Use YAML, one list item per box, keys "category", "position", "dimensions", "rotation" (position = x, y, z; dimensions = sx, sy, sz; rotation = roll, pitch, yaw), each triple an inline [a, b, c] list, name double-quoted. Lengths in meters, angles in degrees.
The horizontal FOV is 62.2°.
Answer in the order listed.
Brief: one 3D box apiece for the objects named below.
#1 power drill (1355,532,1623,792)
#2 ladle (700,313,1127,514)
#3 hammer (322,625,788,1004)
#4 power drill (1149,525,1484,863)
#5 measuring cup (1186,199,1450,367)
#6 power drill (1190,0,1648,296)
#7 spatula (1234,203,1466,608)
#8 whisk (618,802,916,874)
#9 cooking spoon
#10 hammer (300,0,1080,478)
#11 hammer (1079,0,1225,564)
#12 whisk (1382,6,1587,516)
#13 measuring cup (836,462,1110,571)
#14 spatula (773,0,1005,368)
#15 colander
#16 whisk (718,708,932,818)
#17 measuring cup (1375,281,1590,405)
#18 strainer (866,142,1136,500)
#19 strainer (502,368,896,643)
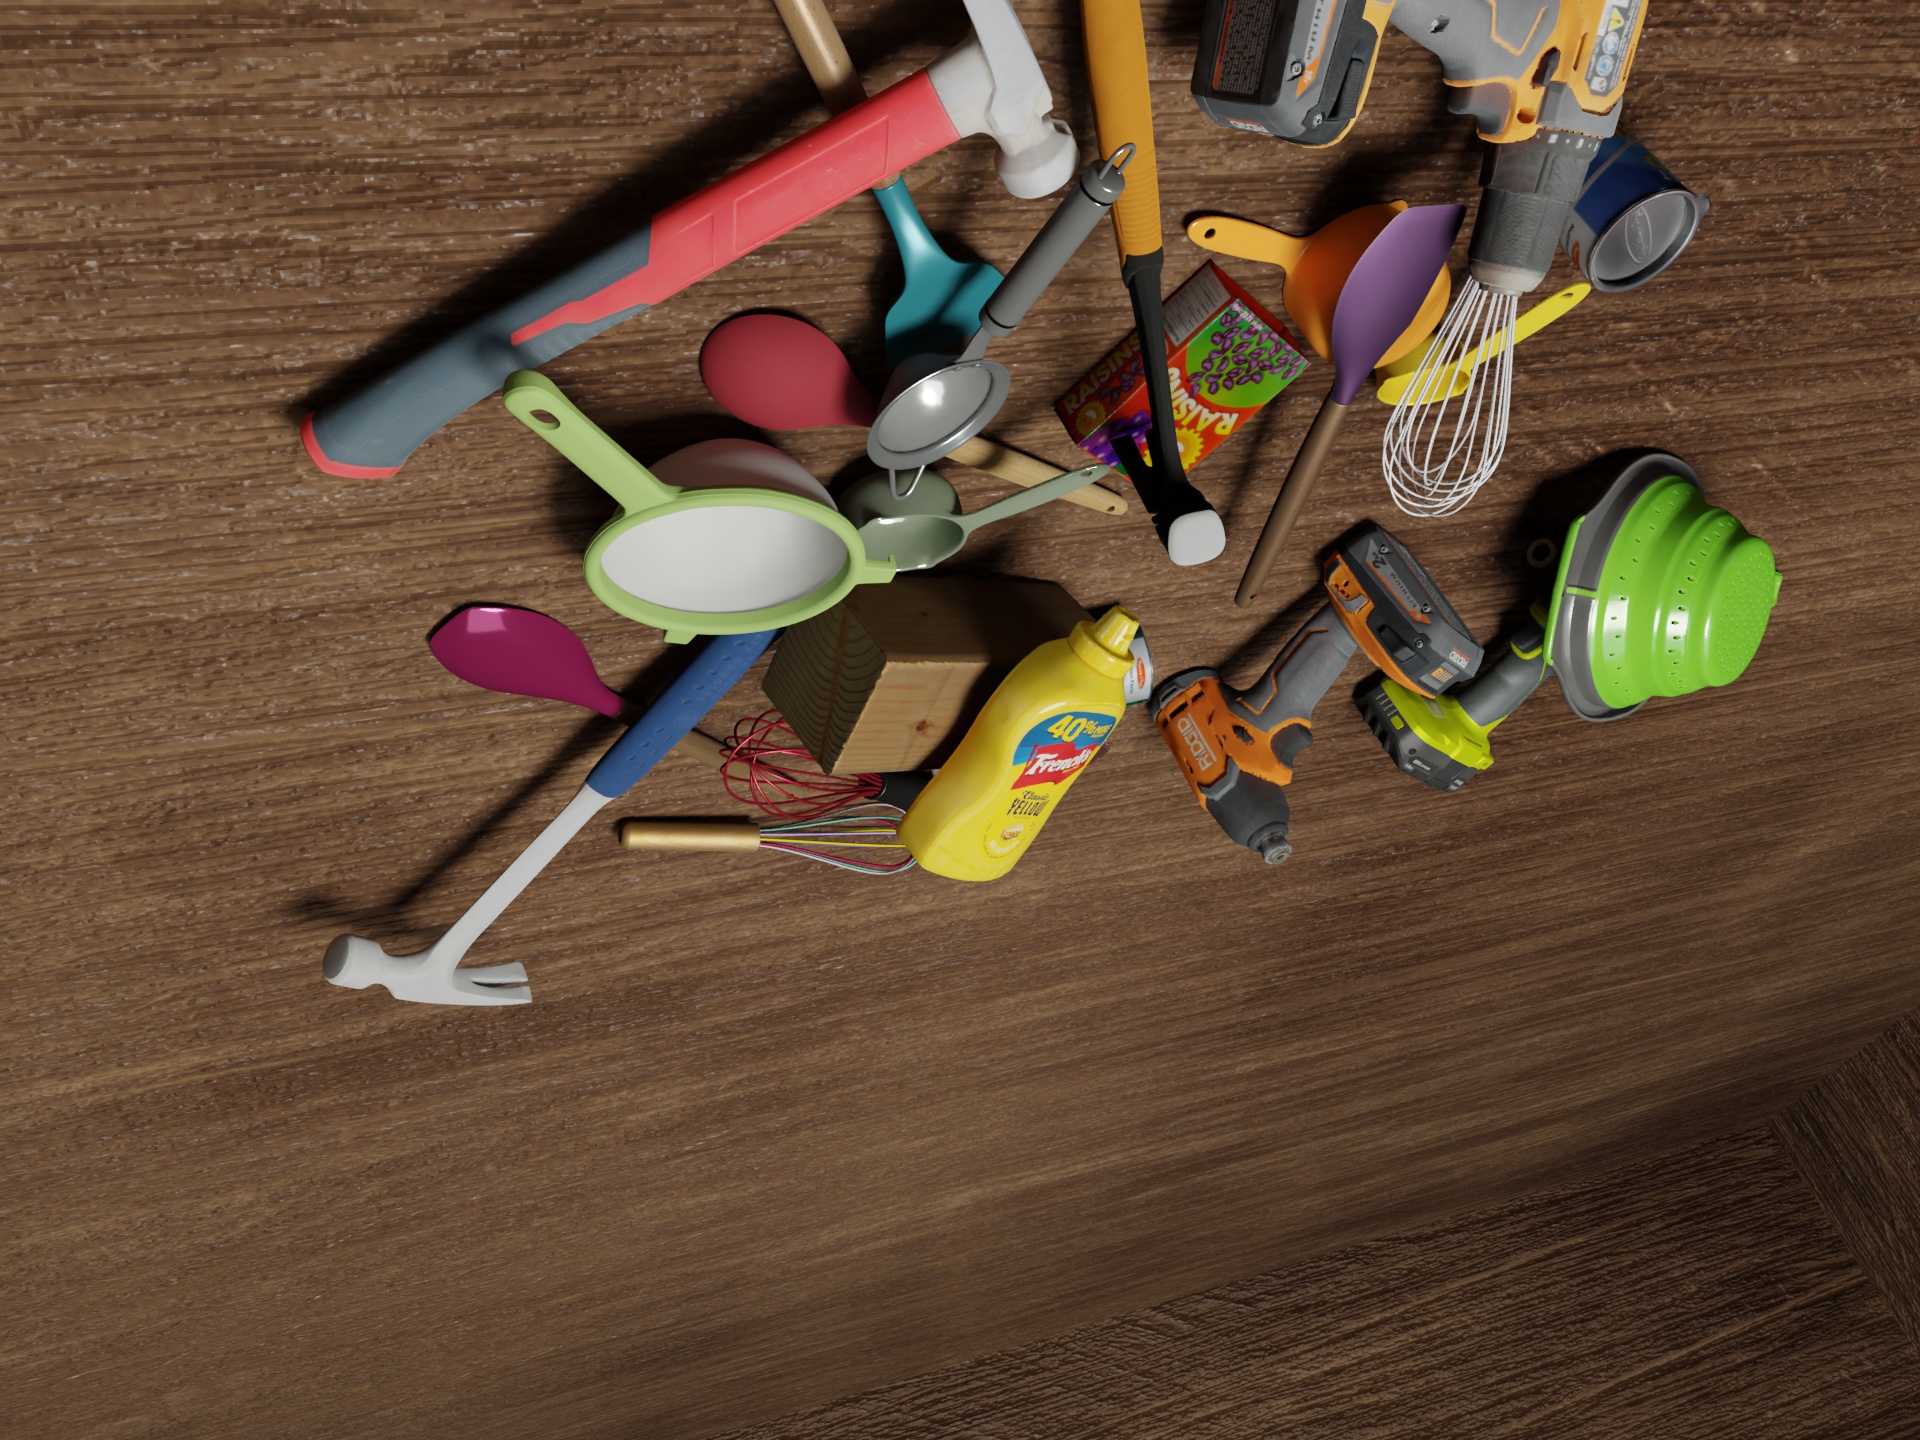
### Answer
- category: "power drill"
  position: [0.435, -0.051, 1.270]
  dimensions: [0.228, 0.080, 0.190]
  rotation: [-43, 142, 24]
- category: "ladle"
  position: [-0.010, -0.161, 0.914]
  dimensions: [0.315, 0.031, 0.069]
  rotation: [12, 136, -42]
- category: "hammer"
  position: [-0.233, 0.051, 1.024]
  dimensions: [0.405, 0.035, 0.144]
  rotation: [-44, 140, 18]
- category: "power drill"
  position: [0.256, -0.012, 1.146]
  dimensions: [0.226, 0.164, 0.084]
  rotation: [-42, 141, 23]
- category: "measuring cup"
  position: [0.201, -0.245, 0.889]
  dimensions: [0.173, 0.052, 0.095]
  rotation: [2, 139, -34]
- category: "power drill"
  position: [0.223, -0.303, 0.753]
  dimensions: [0.226, 0.084, 0.185]
  rotation: [-3, 115, -28]
- category: "spatula"
  position: [0.214, -0.172, 0.942]
  dimensions: [0.059, 0.018, 0.315]
  rotation: [-10, 147, -18]
- category: "whisk"
  position: [-0.132, 0.087, 1.176]
  dimensions: [0.245, 0.047, 0.051]
  rotation: [3, 127, -26]
- category: "cooking spoon"
  position: [-0.205, 0.000, 1.030]
  dimensions: [0.068, 0.017, 0.318]
  rotation: [-36, 143, 18]
- category: "hammer"
  position: [-0.147, -0.218, 0.715]
  dimensions: [0.386, 0.038, 0.143]
  rotation: [-24, 139, 13]
- category: "hammer"
  position: [0.084, -0.245, 0.769]
  dimensions: [0.034, 0.127, 0.336]
  rotation: [-14, 128, -1]
- category: "whisk"
  position: [0.295, -0.247, 0.872]
  dimensions: [0.070, 0.070, 0.284]
  rotation: [-2, 117, -28]
- category: "measuring cup"
  position: [0.005, -0.132, 0.917]
  dimensions: [0.167, 0.038, 0.083]
  rotation: [-18, 160, 18]
- category: "spatula"
  position: [-0.049, -0.276, 0.737]
  dimensions: [0.082, 0.044, 0.317]
  rotation: [-25, 141, 7]
- category: "colander"
  position: [0.587, -0.093, 1.221]
  dimensions: [0.397, 0.095, 0.204]
  rotation: [-5, 108, -44]
- category: "whisk"
  position: [-0.072, 0.042, 1.107]
  dimensions: [0.073, 0.073, 0.295]
  rotation: [-35, 156, 18]
- category: "measuring cup"
  position: [0.307, -0.230, 0.940]
  dimensions: [0.062, 0.029, 0.156]
  rotation: [3, 164, -27]
- category: "strainer"
  position: [0.015, -0.198, 0.791]
  dimensions: [0.087, 0.050, 0.258]
  rotation: [-17, 165, -36]
- category: "strainer"
  position: [-0.151, -0.127, 0.826]
  dimensions: [0.151, 0.069, 0.256]
  rotation: [-15, 154, 19]
